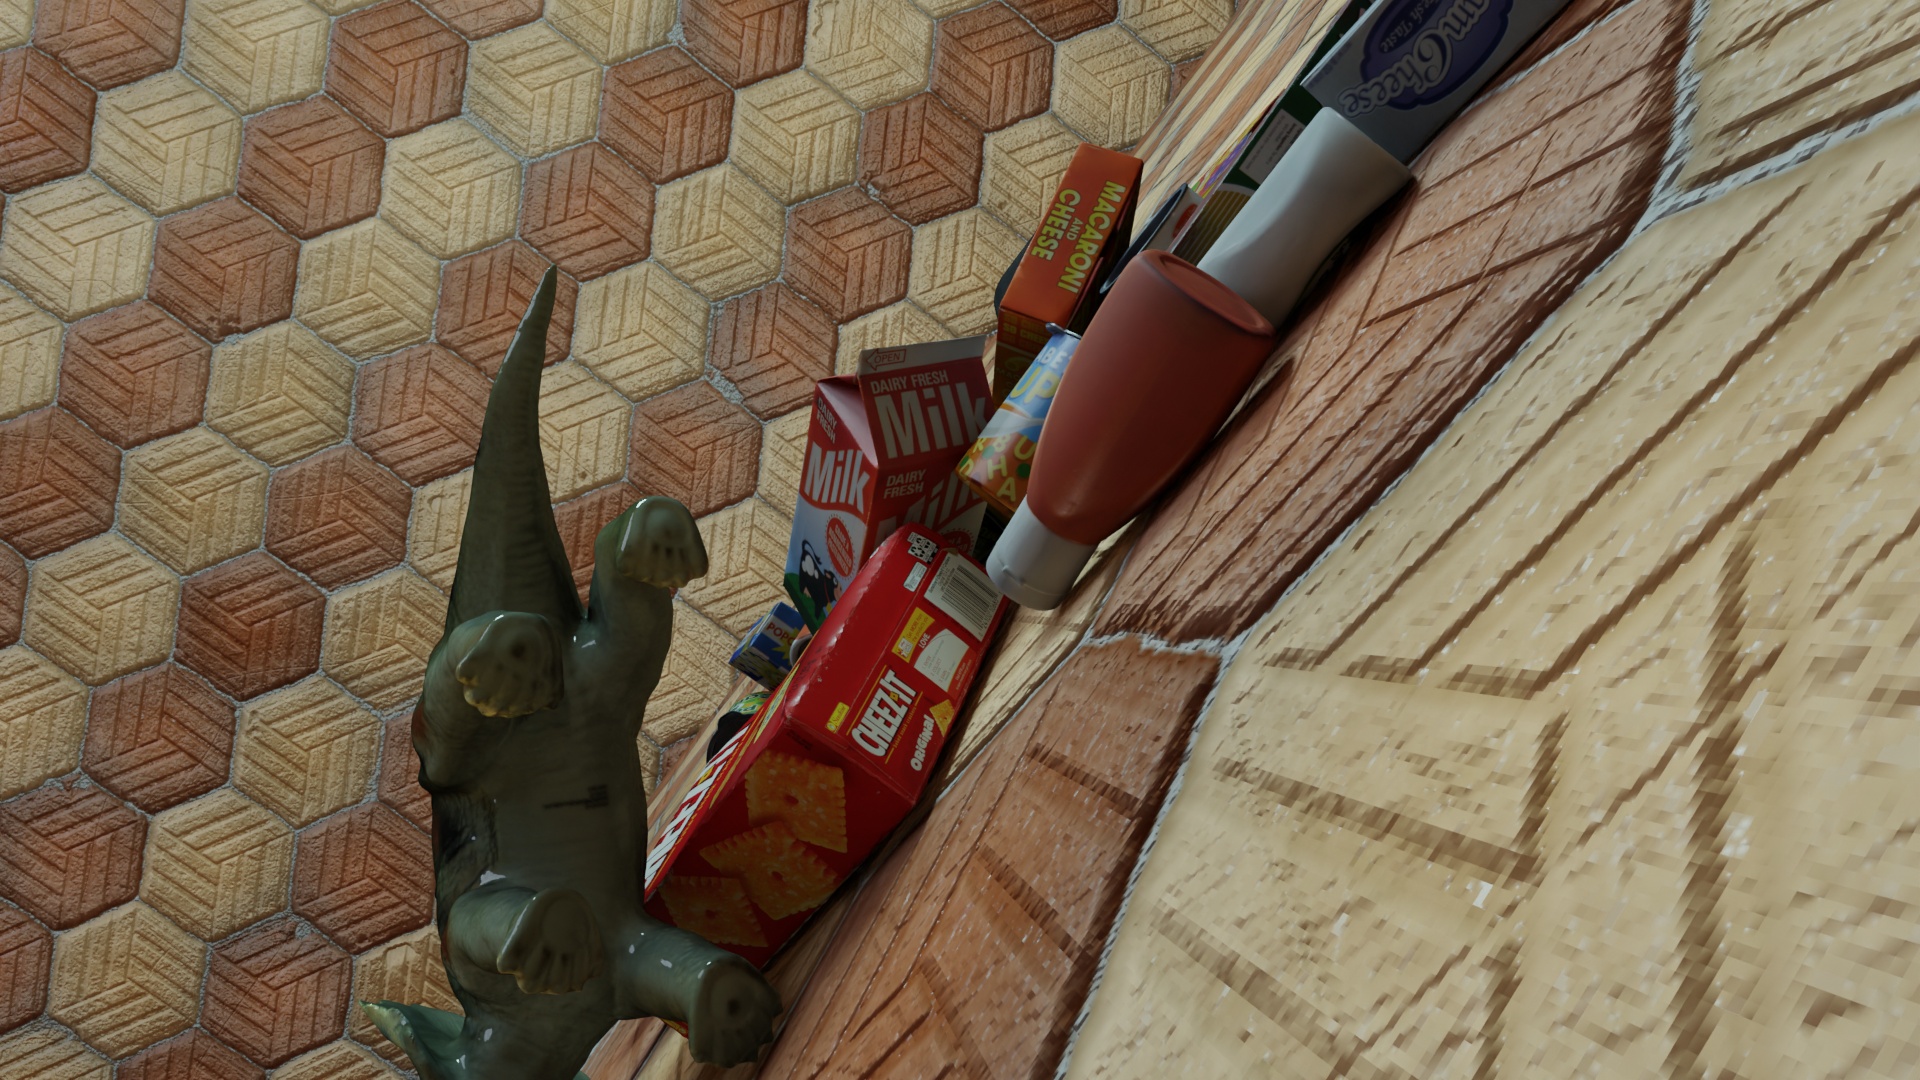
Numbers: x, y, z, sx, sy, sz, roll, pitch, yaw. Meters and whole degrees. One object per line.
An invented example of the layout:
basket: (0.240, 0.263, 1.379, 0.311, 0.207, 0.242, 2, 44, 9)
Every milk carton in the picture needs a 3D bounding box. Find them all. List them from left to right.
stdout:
milk carton: (-0.036, -0.025, 0.717, 0.072, 0.074, 0.189, -13, -41, -29)

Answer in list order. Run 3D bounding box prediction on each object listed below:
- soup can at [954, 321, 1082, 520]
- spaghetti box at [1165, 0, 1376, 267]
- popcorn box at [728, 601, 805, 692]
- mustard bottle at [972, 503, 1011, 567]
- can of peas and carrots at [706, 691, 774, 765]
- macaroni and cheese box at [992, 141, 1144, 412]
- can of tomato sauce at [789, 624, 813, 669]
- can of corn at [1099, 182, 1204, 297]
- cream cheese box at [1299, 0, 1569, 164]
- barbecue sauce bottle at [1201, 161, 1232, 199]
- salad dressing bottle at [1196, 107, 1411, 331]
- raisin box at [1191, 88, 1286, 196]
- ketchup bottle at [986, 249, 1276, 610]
soup can: (0.045, -0.048, 0.651, 0.084, 0.071, 0.071, -53, 6, -2)
spaghetti box: (0.174, -0.201, 0.645, 0.251, 0.050, 0.028, -54, 5, -15)
popcorn box: (-0.109, 0.088, 0.960, 0.038, 0.085, 0.126, -56, 7, -18)
mustard bottle: (0.003, -0.010, 0.802, 0.049, 0.065, 0.159, -57, 3, -33)
can of peas and carrots: (-0.135, 0.138, 0.936, 0.071, 0.071, 0.059, -52, 5, 7)
macaroni and cheese box: (0.057, -0.117, 0.773, 0.165, 0.040, 0.124, 93, -161, -61)
can of tomato sauce: (-0.062, 0.055, 0.870, 0.071, 0.071, 0.083, -47, 9, 44)
can of corn: (0.110, -0.129, 0.677, 0.071, 0.058, 0.071, -52, 6, 8)
cream cheese box: (0.185, -0.198, 0.535, 0.103, 0.053, 0.024, -46, 7, 46)
barbecue sauce bottle: (0.140, -0.164, 0.722, 0.147, 0.043, 0.065, -47, 4, 39)
salad dressing bottle: (0.116, -0.102, 0.563, 0.147, 0.044, 0.064, -52, 3, 22)
raisin box: (0.154, -0.194, 0.809, 0.086, 0.040, 0.123, -56, 8, -36)
ketchup bottle: (0.059, -0.038, 0.551, 0.044, 0.065, 0.148, -23, -31, -58)
